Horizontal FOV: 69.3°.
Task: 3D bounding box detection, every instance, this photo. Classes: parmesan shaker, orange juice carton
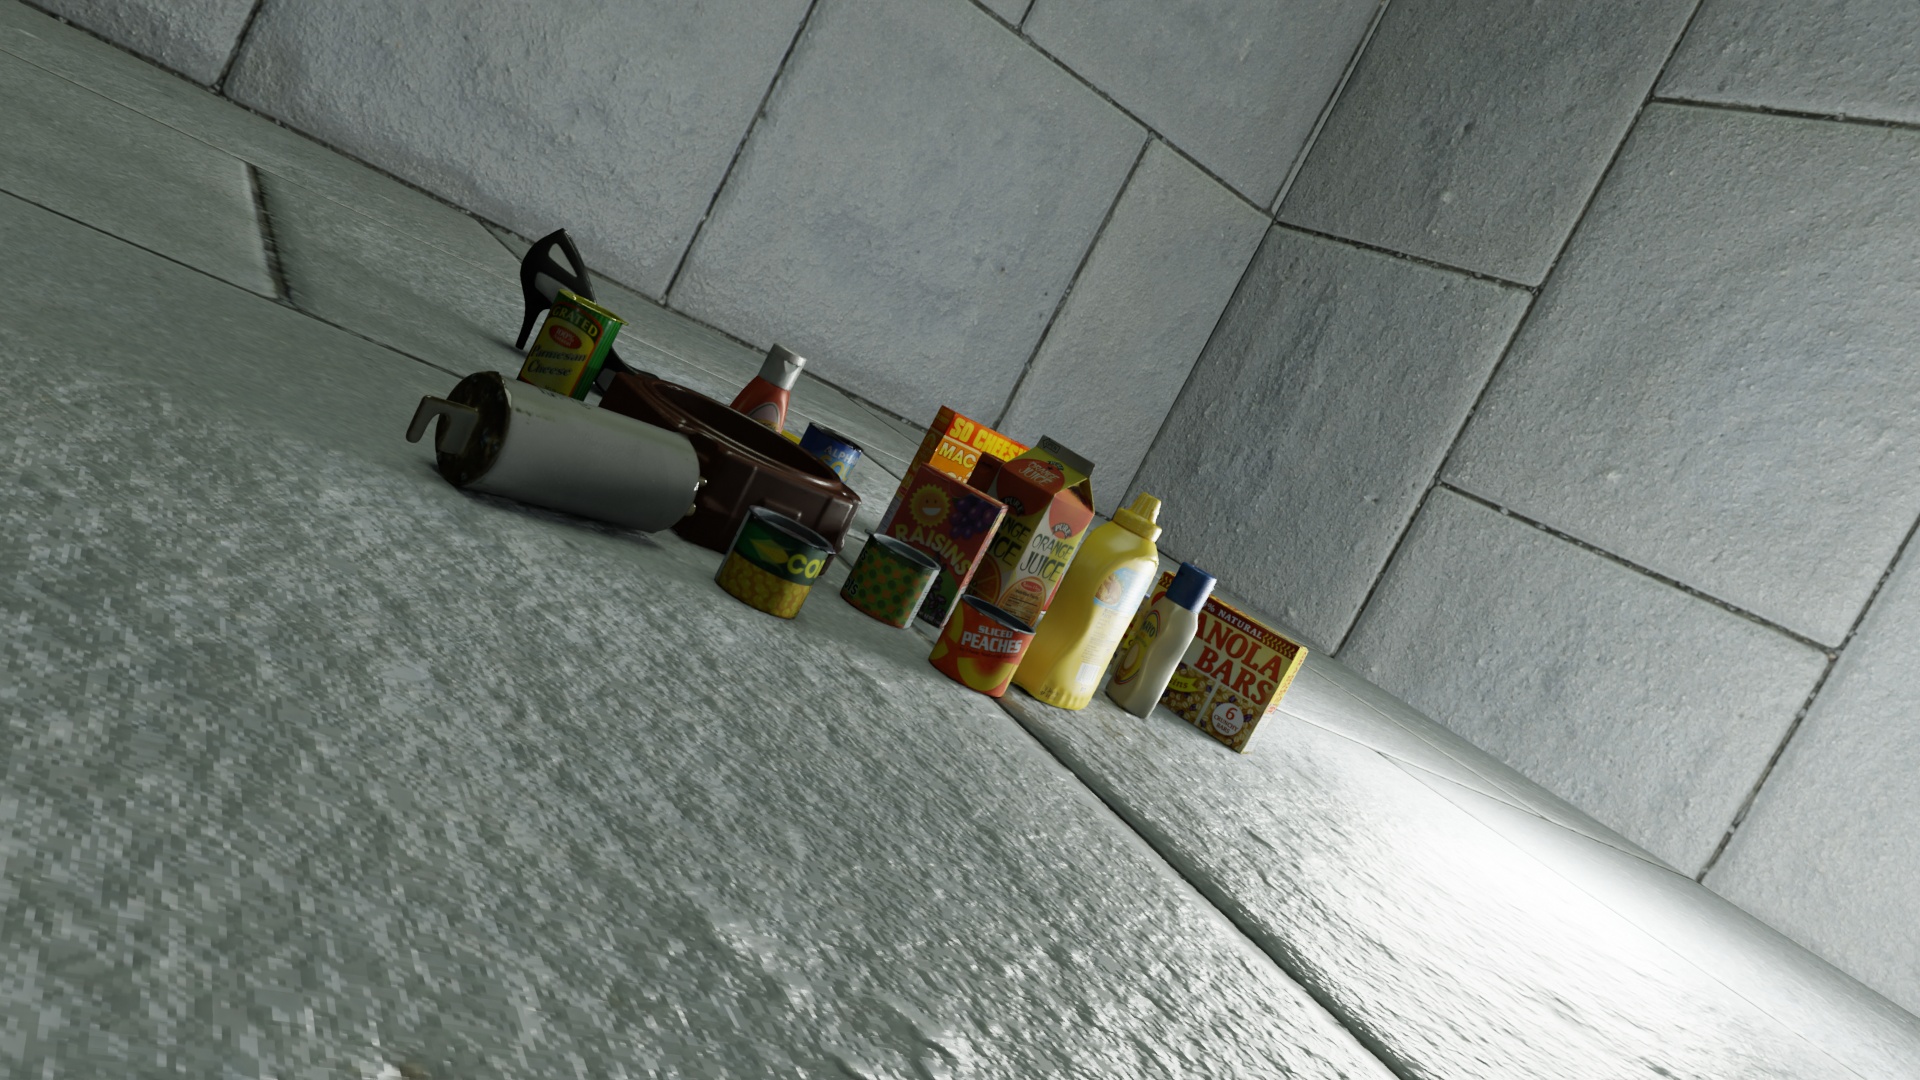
[{"bbox_3d":[-0.371,-0.177,1.323,0.071,0.103,0.071,27,6,-3],"label":"parmesan shaker"},{"bbox_3d":[0.057,-0.001,1.301,0.072,0.192,0.073,32,8,39],"label":"orange juice carton"}]

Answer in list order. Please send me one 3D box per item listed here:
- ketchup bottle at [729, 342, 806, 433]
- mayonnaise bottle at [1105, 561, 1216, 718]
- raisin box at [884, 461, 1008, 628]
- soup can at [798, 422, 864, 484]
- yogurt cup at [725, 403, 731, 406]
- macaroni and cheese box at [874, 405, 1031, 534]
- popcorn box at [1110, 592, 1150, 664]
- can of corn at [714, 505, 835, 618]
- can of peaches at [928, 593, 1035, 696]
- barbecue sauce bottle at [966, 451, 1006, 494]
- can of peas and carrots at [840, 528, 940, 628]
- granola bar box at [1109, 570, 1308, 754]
[{"bbox_3d":[-0.205,-0.126,1.397,0.064,0.148,0.043,23,7,-36],"label":"ketchup bottle"},{"bbox_3d":[0.191,0.092,1.316,0.041,0.148,0.065,26,6,-17],"label":"mayonnaise bottle"},{"bbox_3d":[-0.024,0.004,1.240,0.086,0.123,0.040,29,6,10],"label":"raisin box"},{"bbox_3d":[-0.152,-0.077,1.518,0.071,0.083,0.071,27,6,-3],"label":"soup can"},{"bbox_3d":[-0.247,-0.117,1.575,0.072,0.054,0.072,27,6,-3],"label":"yogurt cup"},{"bbox_3d":[-0.006,-0.053,1.569,0.123,0.166,0.040,24,7,-33],"label":"macaroni and cheese box"},{"bbox_3d":[0.199,0.105,1.531,0.038,0.085,0.127,23,8,-39],"label":"popcorn box"},{"bbox_3d":[-0.131,0.017,0.987,0.071,0.058,0.071,27,6,-3],"label":"can of corn"},{"bbox_3d":[0.017,0.082,1.081,0.071,0.058,0.071,27,6,-3],"label":"can of peaches"},{"bbox_3d":[0.005,-0.018,1.414,0.065,0.148,0.043,32,7,33],"label":"barbecue sauce bottle"},{"bbox_3d":[-0.061,0.032,1.155,0.071,0.058,0.071,27,6,-3],"label":"can of peas and carrots"},{"bbox_3d":[0.253,0.124,1.429,0.166,0.124,0.039,31,7,27],"label":"granola bar box"}]
